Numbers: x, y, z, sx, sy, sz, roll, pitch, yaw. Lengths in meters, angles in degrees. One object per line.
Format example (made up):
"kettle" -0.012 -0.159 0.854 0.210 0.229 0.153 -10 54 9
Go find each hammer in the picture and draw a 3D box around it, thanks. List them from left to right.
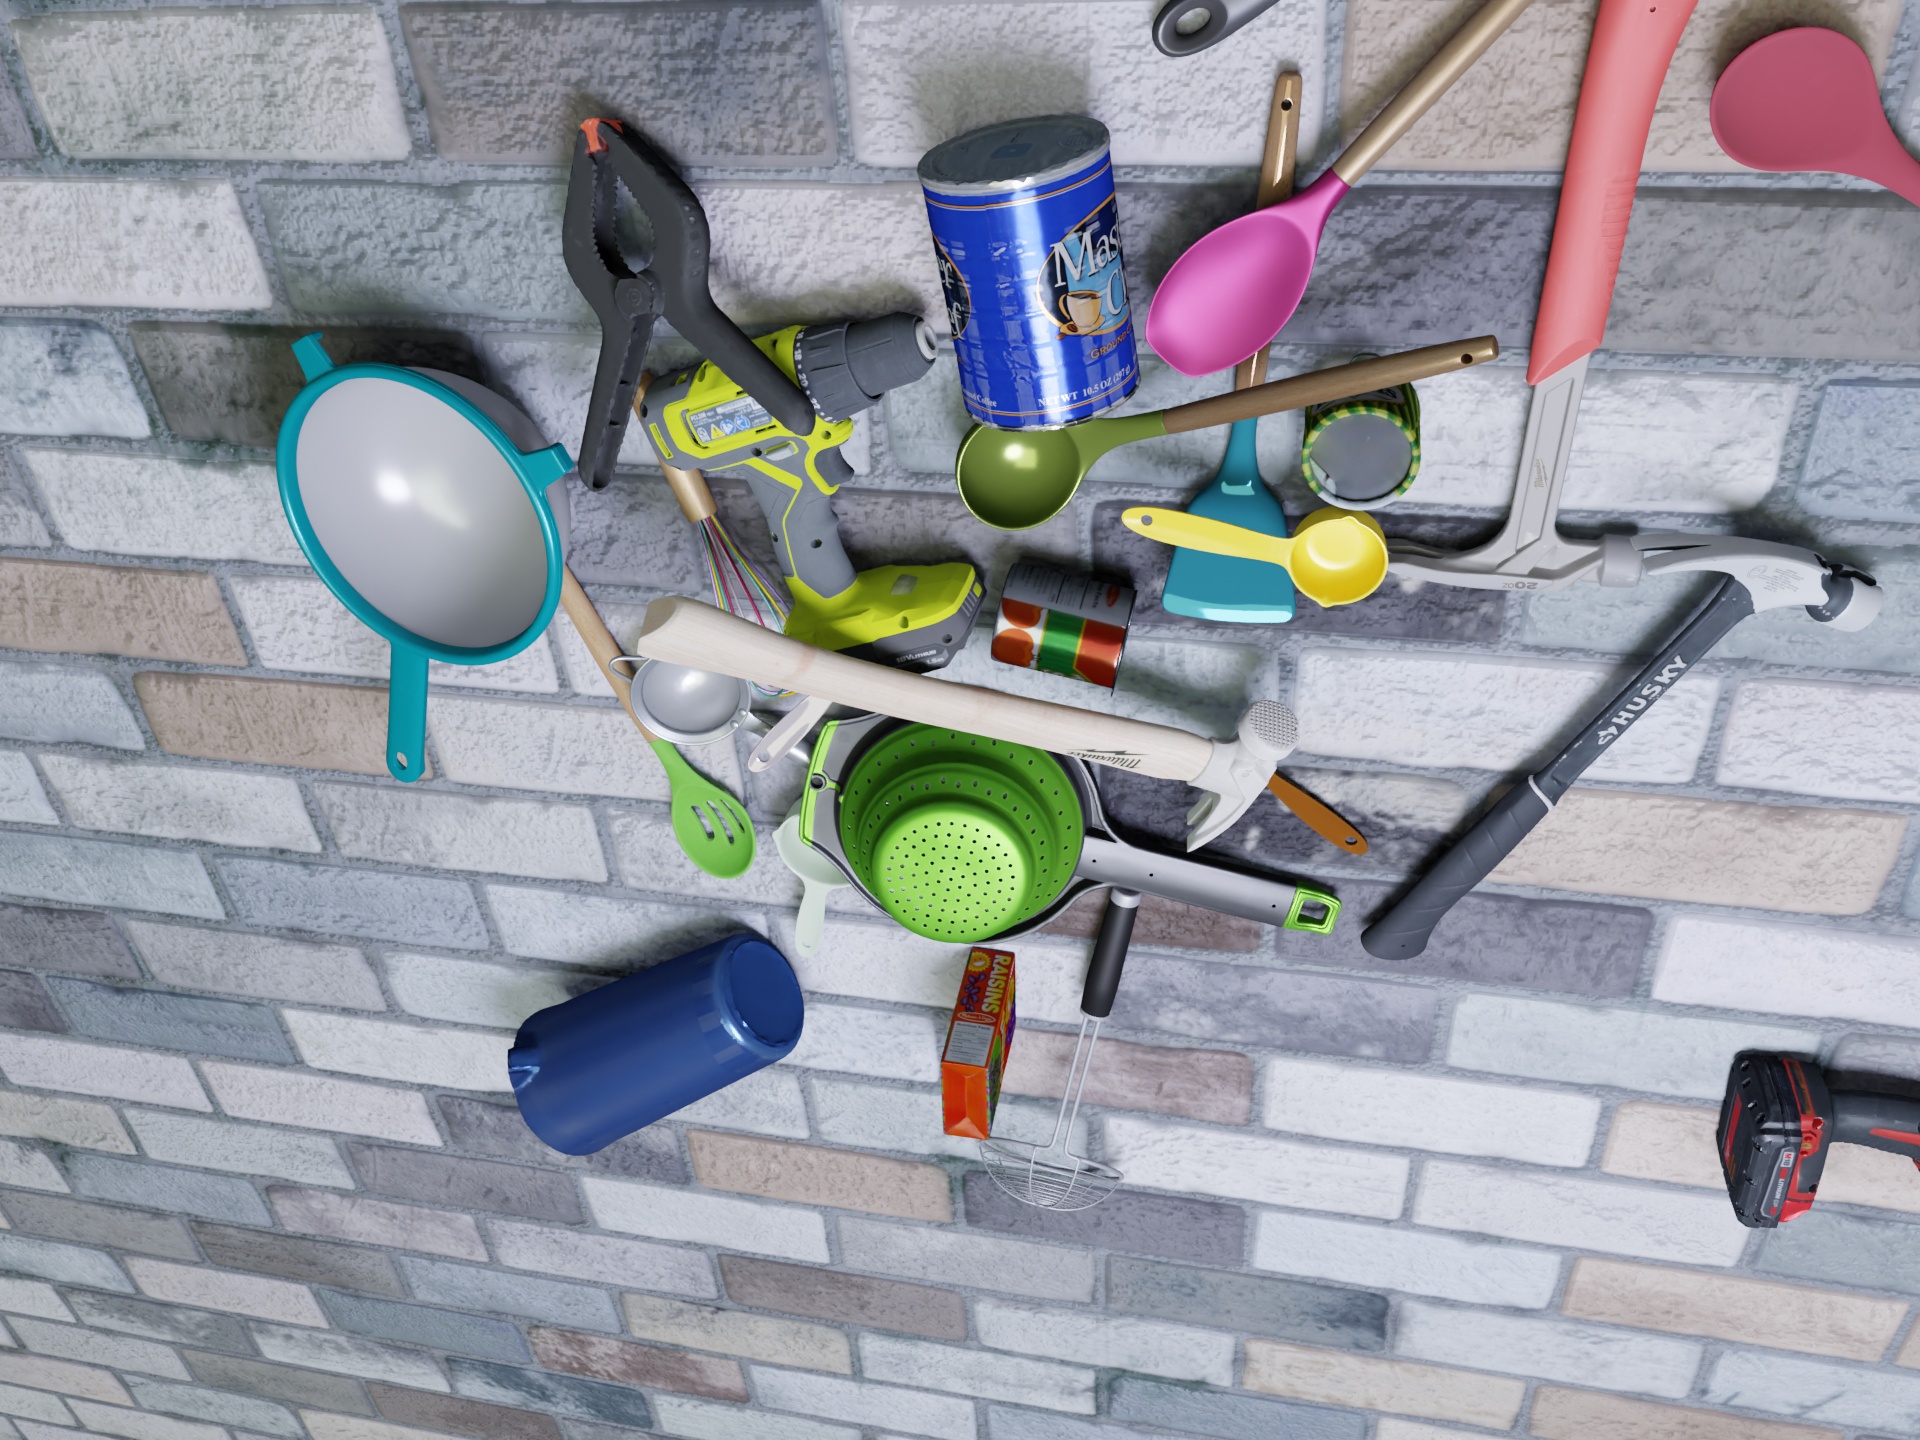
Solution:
"hammer" -0.002 -0.003 1.019 0.410 0.038 0.146 14 145 -10
"hammer" 0.381 0.034 1.021 0.149 0.036 0.408 15 134 -17
"hammer" 0.319 -0.227 0.850 0.149 0.037 0.358 6 128 11

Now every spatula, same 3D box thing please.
"spatula" 0.169 -0.201 0.907 0.082 0.044 0.317 6 127 7

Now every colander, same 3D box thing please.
"colander" 0.077 0.108 1.116 0.397 0.095 0.204 14 115 -1

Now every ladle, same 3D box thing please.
"ladle" 0.137 -0.166 0.891 0.320 0.062 0.078 -7 129 34
"ladle" 0.505 -0.248 0.789 0.315 0.031 0.069 28 132 -9

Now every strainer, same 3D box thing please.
"strainer" -0.352 -0.102 1.092 0.211 0.095 0.340 25 129 7
"strainer" -0.137 0.011 1.159 0.258 0.050 0.087 31 117 -16

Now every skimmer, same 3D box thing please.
"skimmer" 0.099 0.267 1.299 0.127 0.090 0.363 14 119 5

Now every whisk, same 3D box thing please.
"whisk" -0.167 -0.117 1.065 0.047 0.051 0.244 6 129 46
"whisk" 0.214 -0.394 0.740 0.296 0.073 0.073 -21 119 36

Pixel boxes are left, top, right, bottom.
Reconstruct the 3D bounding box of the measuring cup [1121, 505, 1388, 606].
"measuring cup" 0.174 -0.110 0.939 0.156 0.029 0.062 13 128 8

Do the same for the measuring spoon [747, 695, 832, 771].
"measuring spoon" -0.109 -0.008 1.130 0.034 0.018 0.124 42 108 -14

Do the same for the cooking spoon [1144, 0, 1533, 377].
"cooking spoon" 0.214 -0.298 0.815 0.068 0.017 0.319 38 121 -14

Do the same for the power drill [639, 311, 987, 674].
"power drill" -0.072 -0.140 1.002 0.190 0.080 0.228 -12 120 24

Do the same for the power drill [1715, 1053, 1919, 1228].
"power drill" 0.679 0.323 1.153 0.227 0.080 0.187 -1 127 12

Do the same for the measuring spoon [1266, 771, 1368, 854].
"measuring spoon" 0.243 0.059 1.111 0.116 0.011 0.021 36 128 -18

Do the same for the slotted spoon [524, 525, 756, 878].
"slotted spoon" -0.236 -0.009 1.180 0.070 0.031 0.313 -13 120 24

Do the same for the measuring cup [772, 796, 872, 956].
"measuring cup" -0.107 0.120 1.237 0.083 0.038 0.167 17 131 2
